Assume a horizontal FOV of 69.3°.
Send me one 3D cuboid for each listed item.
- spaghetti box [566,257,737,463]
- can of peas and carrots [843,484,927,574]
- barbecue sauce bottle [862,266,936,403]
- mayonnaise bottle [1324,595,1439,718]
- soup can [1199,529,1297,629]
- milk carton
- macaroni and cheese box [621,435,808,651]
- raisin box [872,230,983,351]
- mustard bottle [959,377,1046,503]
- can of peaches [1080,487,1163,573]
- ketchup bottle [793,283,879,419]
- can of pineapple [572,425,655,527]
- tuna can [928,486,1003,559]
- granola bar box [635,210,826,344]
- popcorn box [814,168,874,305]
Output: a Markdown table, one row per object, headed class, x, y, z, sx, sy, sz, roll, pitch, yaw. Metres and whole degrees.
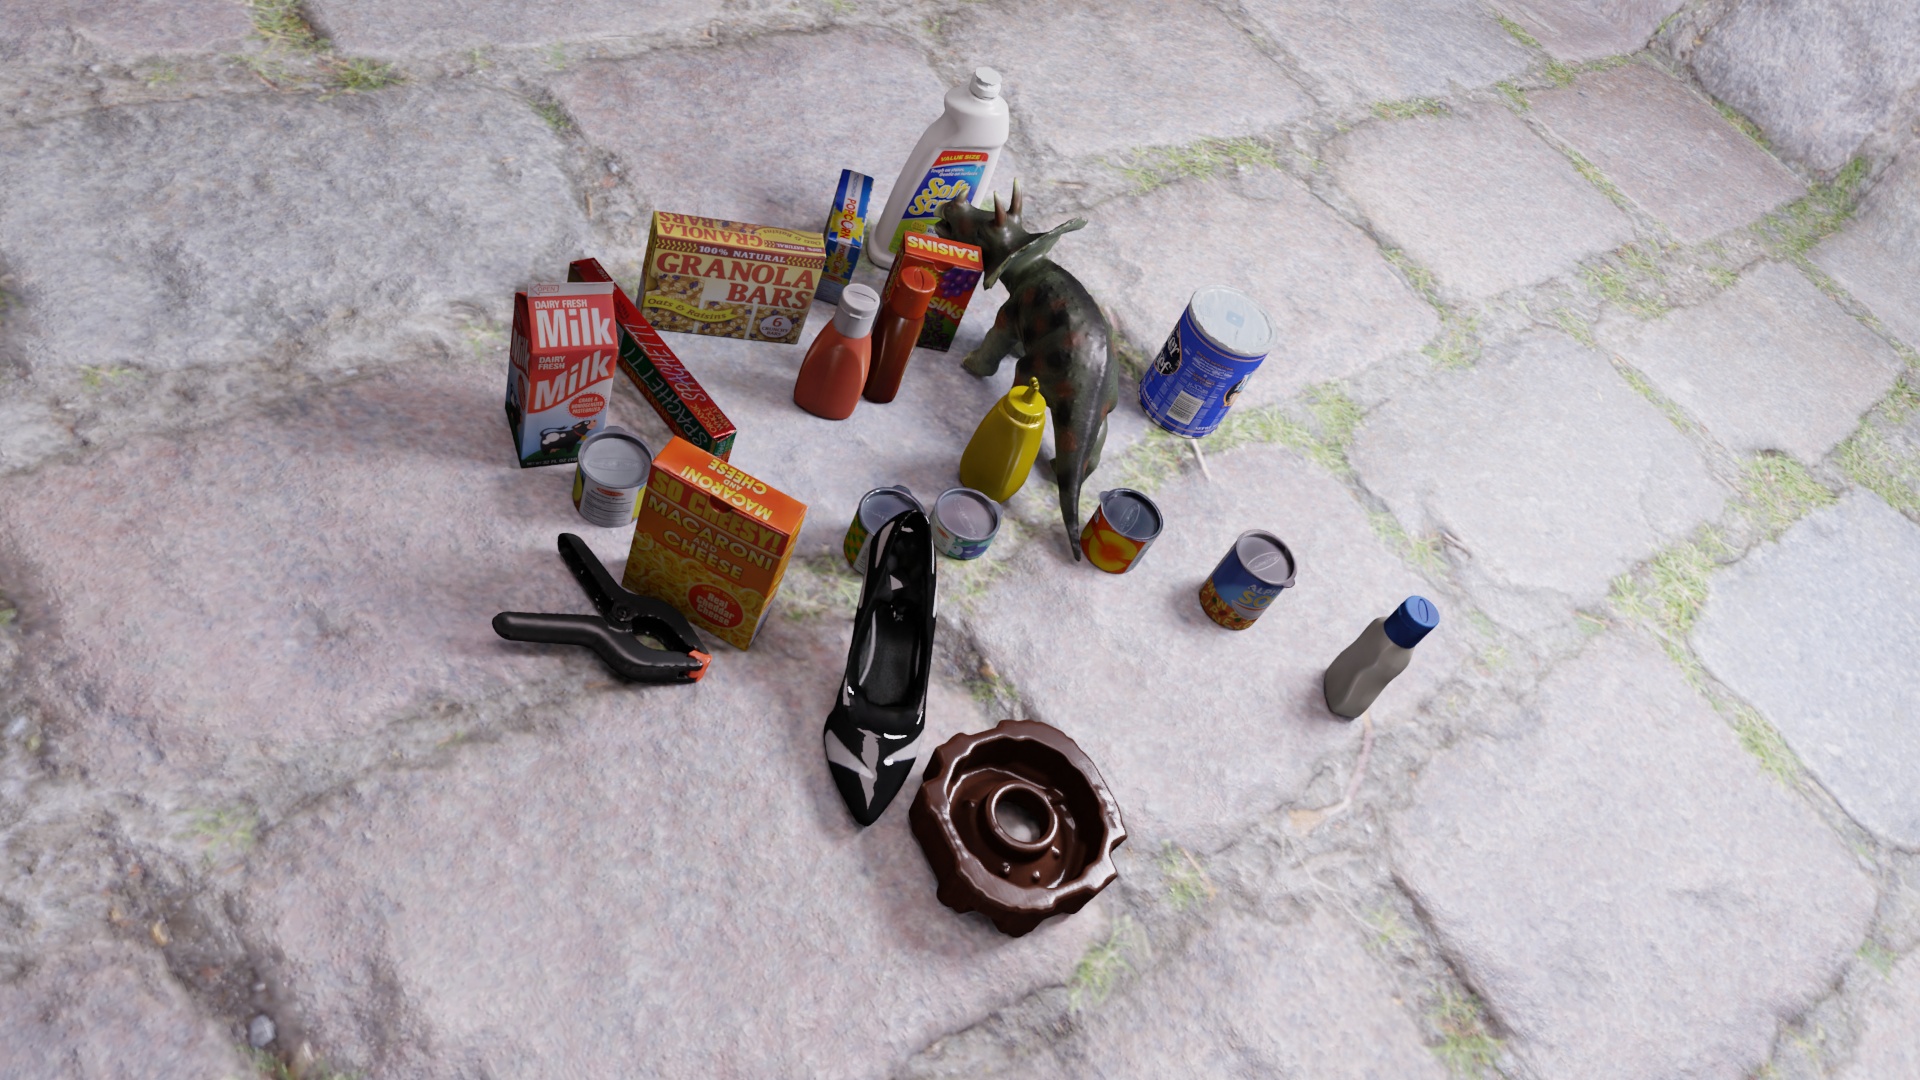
| class | x | y | z | sx | sy | sz | roll | pitch | yaw |
| --- | --- | --- | --- | --- | --- | --- | --- | --- | --- |
| spaghetti box | -0.296 | -0.168 | 1.320 | 0.029 | 0.050 | 0.250 | -27 | 67 | -37 |
| can of peas and carrots | -0.069 | -0.008 | 1.280 | 0.071 | 0.058 | 0.071 | 12 | 49 | -14 |
| barbecue sauce bottle | -0.064 | -0.207 | 1.383 | 0.044 | 0.147 | 0.065 | 8 | 51 | -17 |
| mayonnaise bottle | 0.401 | 0.108 | 1.325 | 0.041 | 0.147 | 0.065 | 17 | 48 | -9 |
| soup can | 0.285 | 0.042 | 1.373 | 0.071 | 0.083 | 0.072 | 12 | 50 | -14 |
| milk carton | -0.343 | -0.152 | 1.192 | 0.072 | 0.189 | 0.074 | -7 | 57 | -28 |
| macaroni and cheese box | -0.204 | 0.007 | 1.138 | 0.124 | 0.165 | 0.040 | 28 | 48 | 0 |
| raisin box | -0.036 | -0.259 | 1.455 | 0.086 | 0.122 | 0.040 | 10 | 50 | -16 |
| mustard bottle | 0.049 | -0.101 | 1.338 | 0.065 | 0.159 | 0.049 | 45 | 50 | 15 |
| can of peaches | 0.157 | -0.010 | 1.379 | 0.071 | 0.057 | 0.071 | 12 | 49 | -14 |
| ketchup bottle | -0.115 | -0.182 | 1.341 | 0.065 | 0.148 | 0.044 | 18 | 48 | -9 |
| can of pineapple | -0.304 | -0.055 | 1.219 | 0.071 | 0.057 | 0.071 | 12 | 49 | -14 |
| tuna can | 0.005 | -0.017 | 1.336 | 0.071 | 0.032 | 0.071 | 12 | 49 | -14 |
| granola bar box | -0.228 | -0.256 | 1.370 | 0.166 | 0.123 | 0.039 | 3 | 52 | -21 |
| popcorn box | -0.127 | -0.328 | 1.498 | 0.038 | 0.084 | 0.127 | 15 | 49 | -11 |
